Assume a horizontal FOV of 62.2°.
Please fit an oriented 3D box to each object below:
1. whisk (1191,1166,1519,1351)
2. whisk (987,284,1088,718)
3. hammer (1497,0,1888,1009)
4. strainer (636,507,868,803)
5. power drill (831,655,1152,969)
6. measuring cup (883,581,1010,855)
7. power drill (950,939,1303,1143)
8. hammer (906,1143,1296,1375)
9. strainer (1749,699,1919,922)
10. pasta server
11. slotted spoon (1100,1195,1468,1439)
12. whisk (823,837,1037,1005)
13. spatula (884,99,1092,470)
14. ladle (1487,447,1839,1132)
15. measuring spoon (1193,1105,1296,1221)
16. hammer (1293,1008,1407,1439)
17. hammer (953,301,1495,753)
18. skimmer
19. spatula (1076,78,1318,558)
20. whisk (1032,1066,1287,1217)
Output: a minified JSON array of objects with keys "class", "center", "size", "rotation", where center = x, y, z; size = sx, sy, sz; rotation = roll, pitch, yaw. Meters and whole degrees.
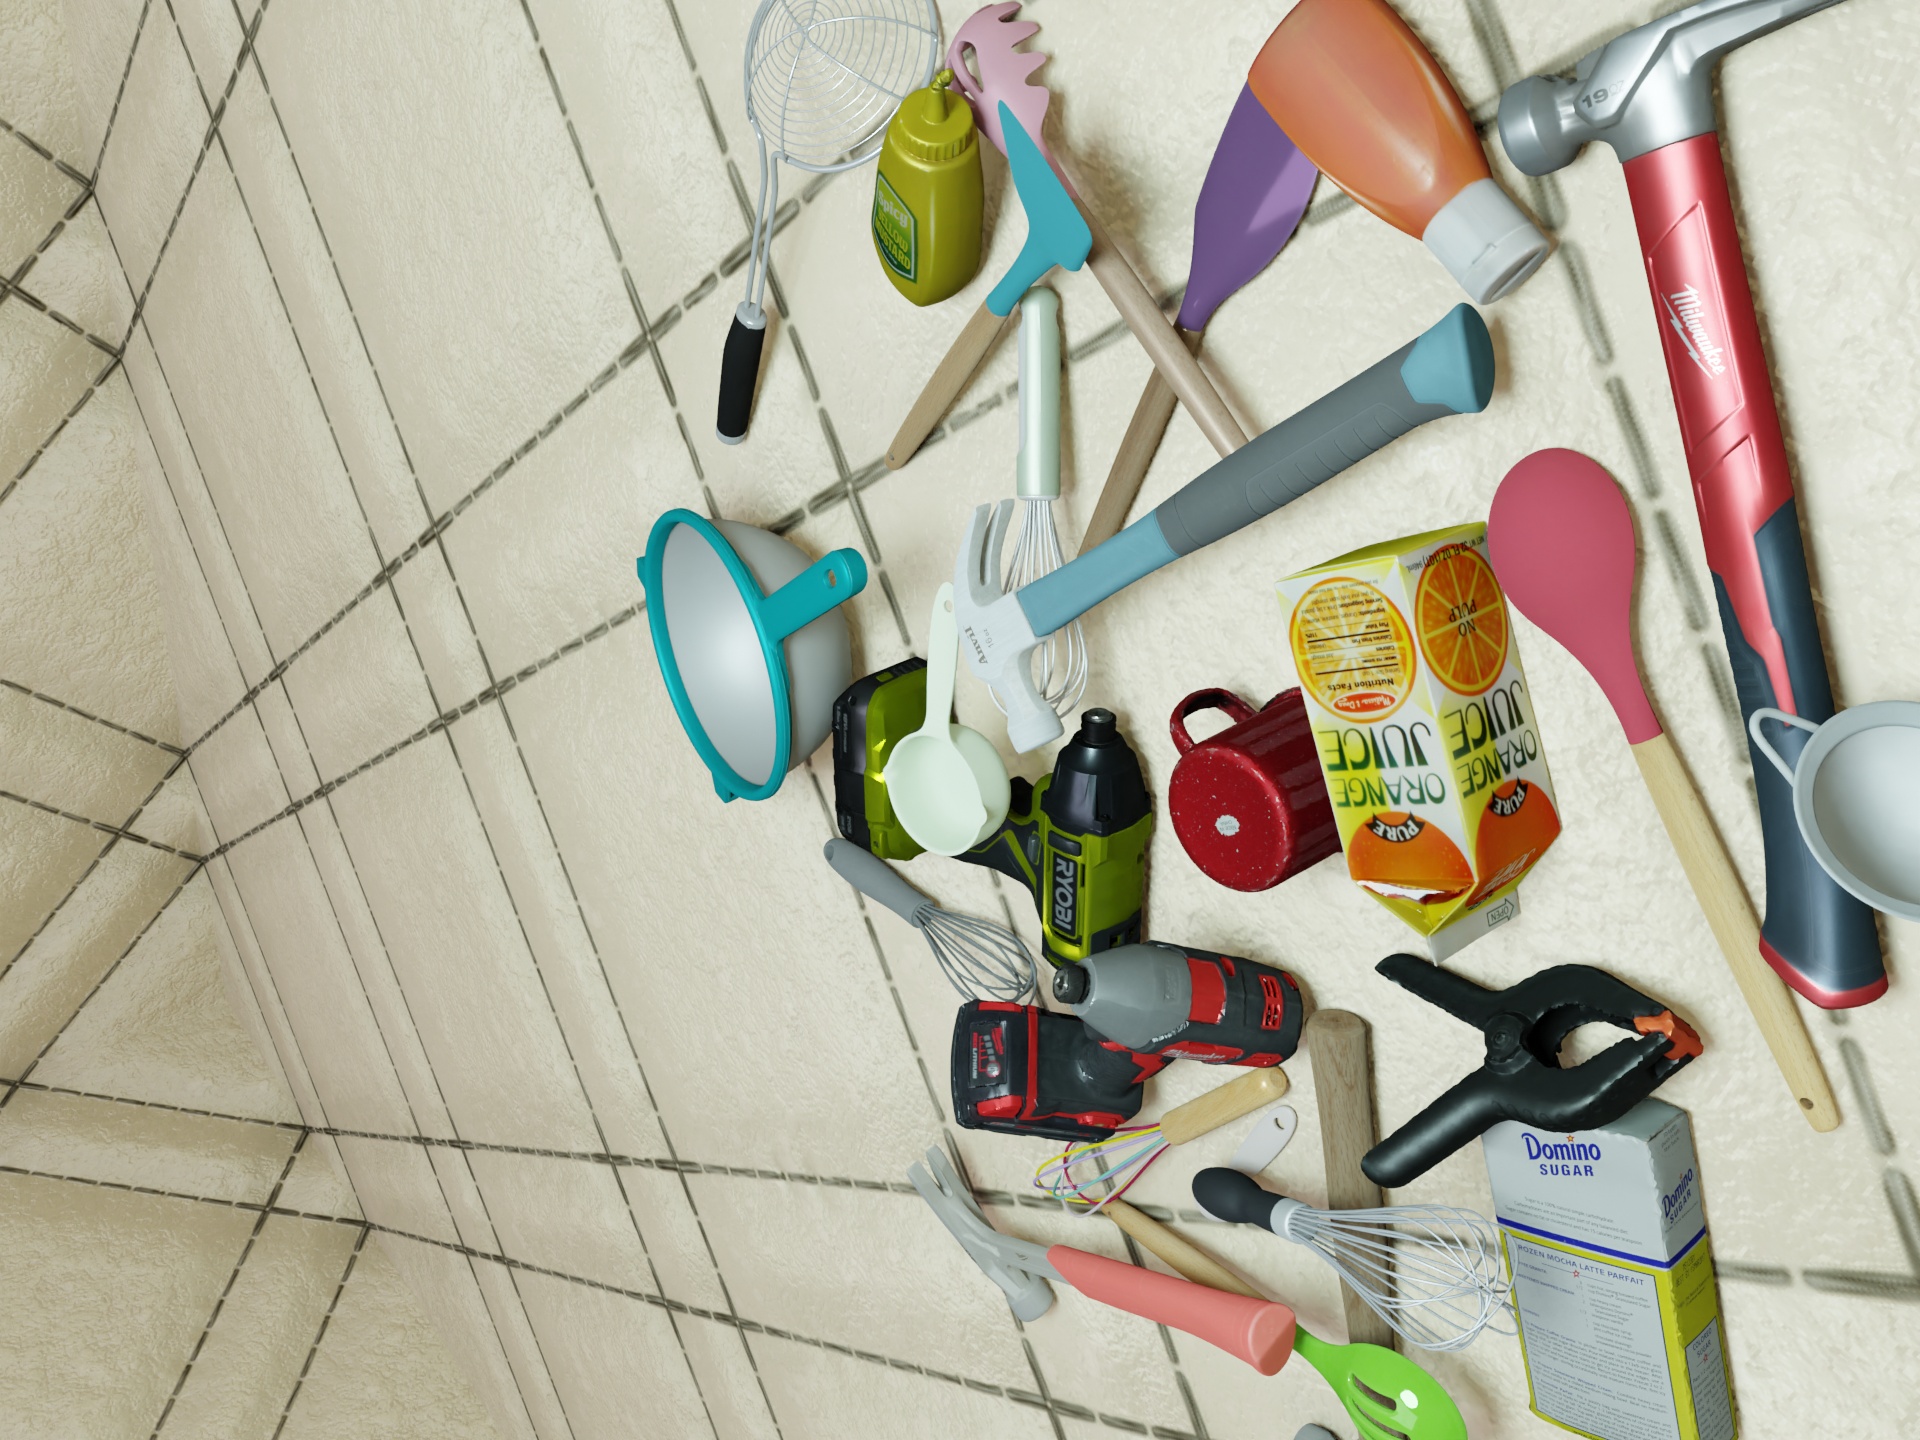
[{"class":"whisk","center":[0.195,0.275,0.849],"size":[0.070,0.070,0.284],"rotation":[70,159,-2]},{"class":"whisk","center":[0.043,-0.118,0.895],"size":[0.058,0.059,0.246],"rotation":[-94,4,-81]},{"class":"hammer","center":[0.316,-0.074,0.605],"size":[0.143,0.038,0.386],"rotation":[-7,102,51]},{"class":"strainer","center":[-0.109,-0.067,1.069],"size":[0.340,0.095,0.211],"rotation":[-22,88,60]},{"class":"power drill","center":[0.021,0.047,1.003],"size":[0.223,0.080,0.171],"rotation":[23,124,39]},{"class":"measuring cup","center":[-0.001,-0.003,0.928],"size":[0.083,0.038,0.167],"rotation":[21,117,37]},{"class":"power drill","center":[0.083,0.185,0.933],"size":[0.219,0.143,0.079],"rotation":[137,140,-54]},{"class":"hammer","center":[0.087,0.356,1.033],"size":[0.149,0.037,0.359],"rotation":[54,154,-9]},{"class":"strainer","center":[0.397,0.064,0.546],"size":[0.259,0.087,0.050],"rotation":[27,160,25]},{"class":"pasta server","center":[0.075,-0.242,0.812],"size":[0.316,0.040,0.060],"rotation":[59,142,14]},{"class":"slotted spoon","center":[0.176,0.355,0.958],"size":[0.314,0.031,0.070],"rotation":[16,117,60]},{"class":"whisk","center":[-0.028,0.140,1.135],"size":[0.239,0.055,0.055],"rotation":[31,130,45]},{"class":"spatula","center":[0.002,-0.215,0.884],"size":[0.082,0.044,0.317],"rotation":[58,152,6]},{"class":"ladle","center":[0.305,0.031,0.683],"size":[0.069,0.031,0.315],"rotation":[-26,88,54]},{"class":"measuring spoon","center":[0.172,0.272,0.971],"size":[0.034,0.018,0.124],"rotation":[48,138,25]},{"class":"hammer","center":[0.233,0.321,0.909],"size":[0.130,0.031,0.331],"rotation":[9,114,49]},{"class":"hammer","center":[0.114,-0.097,0.773],"size":[0.331,0.033,0.128],"rotation":[-29,85,43]},{"class":"skimmer","center":[-0.102,-0.311,1.014],"size":[0.127,0.090,0.363],"rotation":[51,150,17]},{"class":"spatula","center":[0.111,-0.182,0.823],"size":[0.060,0.018,0.315],"rotation":[48,138,26]},{"class":"whisk","center":[0.126,0.267,1.012],"size":[0.047,0.051,0.245],"rotation":[53,136,6]}]
